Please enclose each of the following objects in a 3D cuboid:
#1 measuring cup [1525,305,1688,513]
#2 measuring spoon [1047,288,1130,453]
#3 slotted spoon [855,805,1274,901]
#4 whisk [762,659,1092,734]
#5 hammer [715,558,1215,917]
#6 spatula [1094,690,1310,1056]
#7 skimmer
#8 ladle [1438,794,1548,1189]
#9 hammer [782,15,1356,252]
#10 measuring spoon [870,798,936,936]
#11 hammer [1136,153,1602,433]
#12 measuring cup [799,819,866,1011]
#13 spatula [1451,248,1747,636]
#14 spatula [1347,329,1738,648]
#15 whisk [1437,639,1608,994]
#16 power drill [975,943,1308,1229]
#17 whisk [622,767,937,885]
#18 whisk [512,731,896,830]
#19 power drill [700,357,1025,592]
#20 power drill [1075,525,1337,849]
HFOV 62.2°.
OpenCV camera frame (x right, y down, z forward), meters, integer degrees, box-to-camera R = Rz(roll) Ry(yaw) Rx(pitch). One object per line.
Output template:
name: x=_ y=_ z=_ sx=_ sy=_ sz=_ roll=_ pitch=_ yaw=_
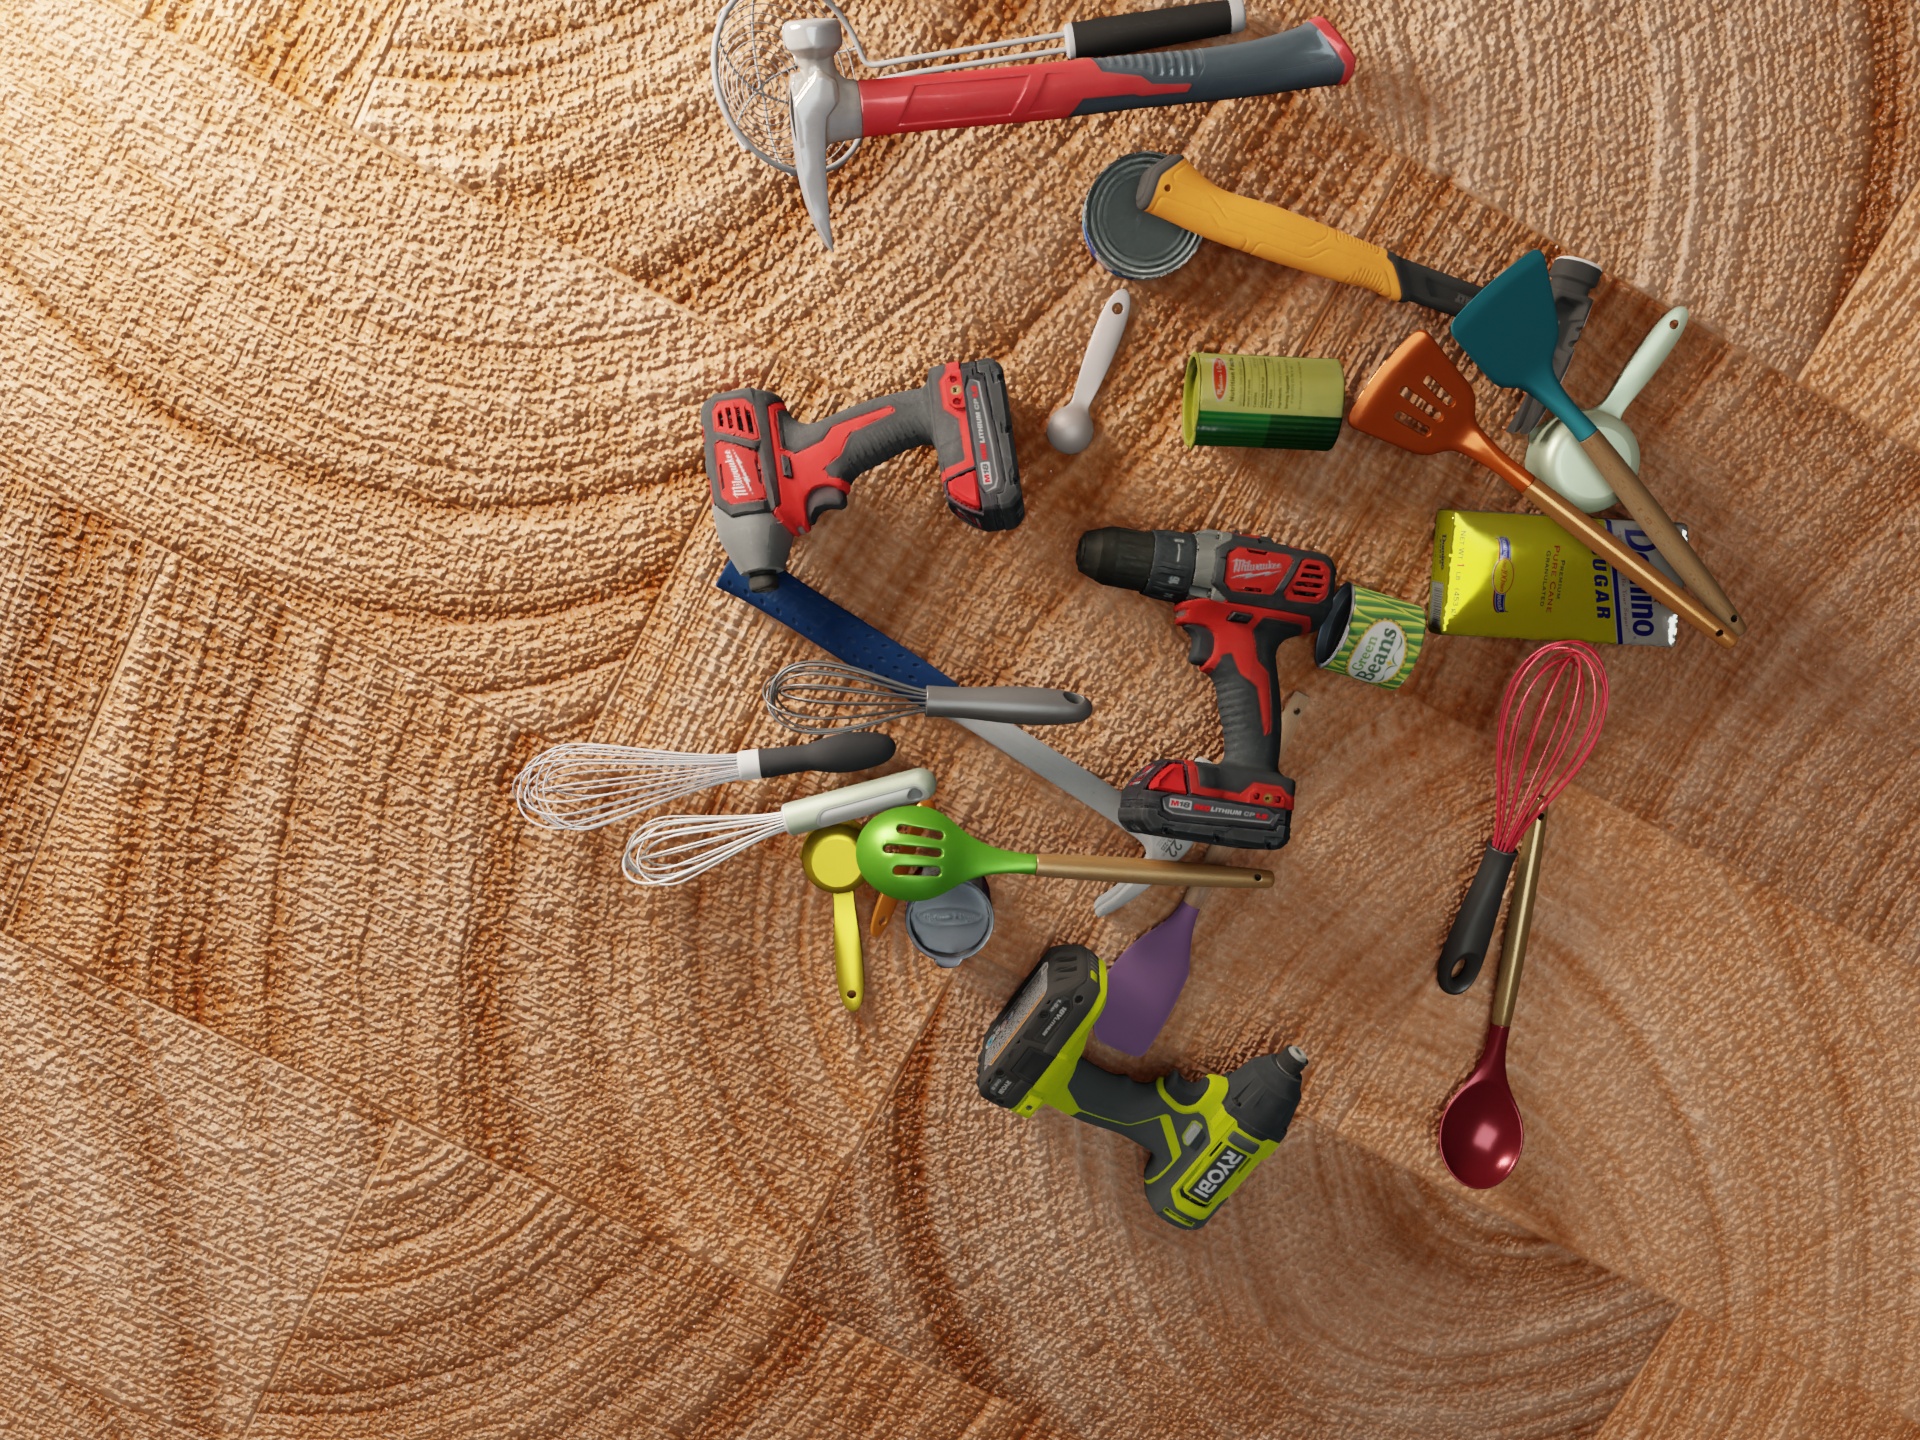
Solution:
measuring cup: x=0.478 y=-0.225 z=1.147 sx=0.083 sy=0.038 sz=0.167 roll=31 pitch=101 yaw=-7
measuring spoon: x=0.096 y=-0.252 z=1.148 sx=0.034 sy=0.018 sz=0.124 roll=20 pitch=99 yaw=-5
slotted spoon: x=0.080 y=0.106 z=1.171 sx=0.313 sy=0.031 sz=0.070 roll=5 pitch=78 yaw=-9
whisk: x=-0.023 y=-0.013 z=1.144 sx=0.239 sy=0.055 sz=0.055 roll=2 pitch=101 yaw=-5
hammer: x=-0.002 y=-0.004 z=1.186 sx=0.405 sy=0.035 sz=0.144 roll=32 pitch=99 yaw=-7
spatula: x=0.187 y=0.118 z=1.222 sx=0.059 sy=0.018 sz=0.316 roll=26 pitch=101 yaw=-5
skimmer: x=0.016 y=-0.452 z=1.070 sx=0.363 sy=0.090 sz=0.127 roll=-9 pitch=103 yaw=1
ladle: x=0.425 y=0.212 z=1.241 sx=0.069 sy=0.031 sz=0.315 roll=6 pitch=99 yaw=-5
hammer: x=0.080 y=-0.408 z=1.068 sx=0.386 sy=0.038 sz=0.143 roll=-9 pitch=116 yaw=-10
measuring spoon: x=-0.043 y=0.114 z=1.215 sx=0.021 sy=0.011 sz=0.117 roll=12 pitch=103 yaw=-49
hammer: x=0.278 y=-0.310 z=1.111 sx=0.336 sy=0.034 sz=0.127 roll=17 pitch=100 yaw=-12
measuring cup: x=-0.089 y=0.152 z=1.218 sx=0.062 sy=0.029 sz=0.156 roll=-5 pitch=100 yaw=0
spatula: x=0.459 y=-0.180 z=1.115 sx=0.082 sy=0.044 sz=0.317 roll=-41 pitch=98 yaw=-1
spatula: x=0.420 y=-0.149 z=1.120 sx=0.322 sy=0.041 sz=0.081 roll=37 pitch=109 yaw=-1
whisk: x=0.414 y=0.078 z=1.192 sx=0.073 sy=0.073 sz=0.295 roll=12 pitch=110 yaw=-3
power drill: x=0.140 y=0.274 z=1.215 sx=0.223 sy=0.080 sz=0.171 roll=31 pitch=110 yaw=-9
whisk: x=-0.136 y=0.076 z=1.184 sx=0.246 sy=0.059 sz=0.057 roll=-15 pitch=133 yaw=6
whisk: x=-0.189 y=0.038 z=1.186 sx=0.284 sy=0.070 sz=0.070 roll=-7 pitch=101 yaw=-5
power drill: x=-0.069 y=-0.172 z=1.121 sx=0.219 sy=0.078 sz=0.143 roll=-8 pitch=85 yaw=4
power drill: x=0.165 y=-0.029 z=1.143 sx=0.188 sy=0.080 sz=0.227 roll=9 pitch=85 yaw=-6
